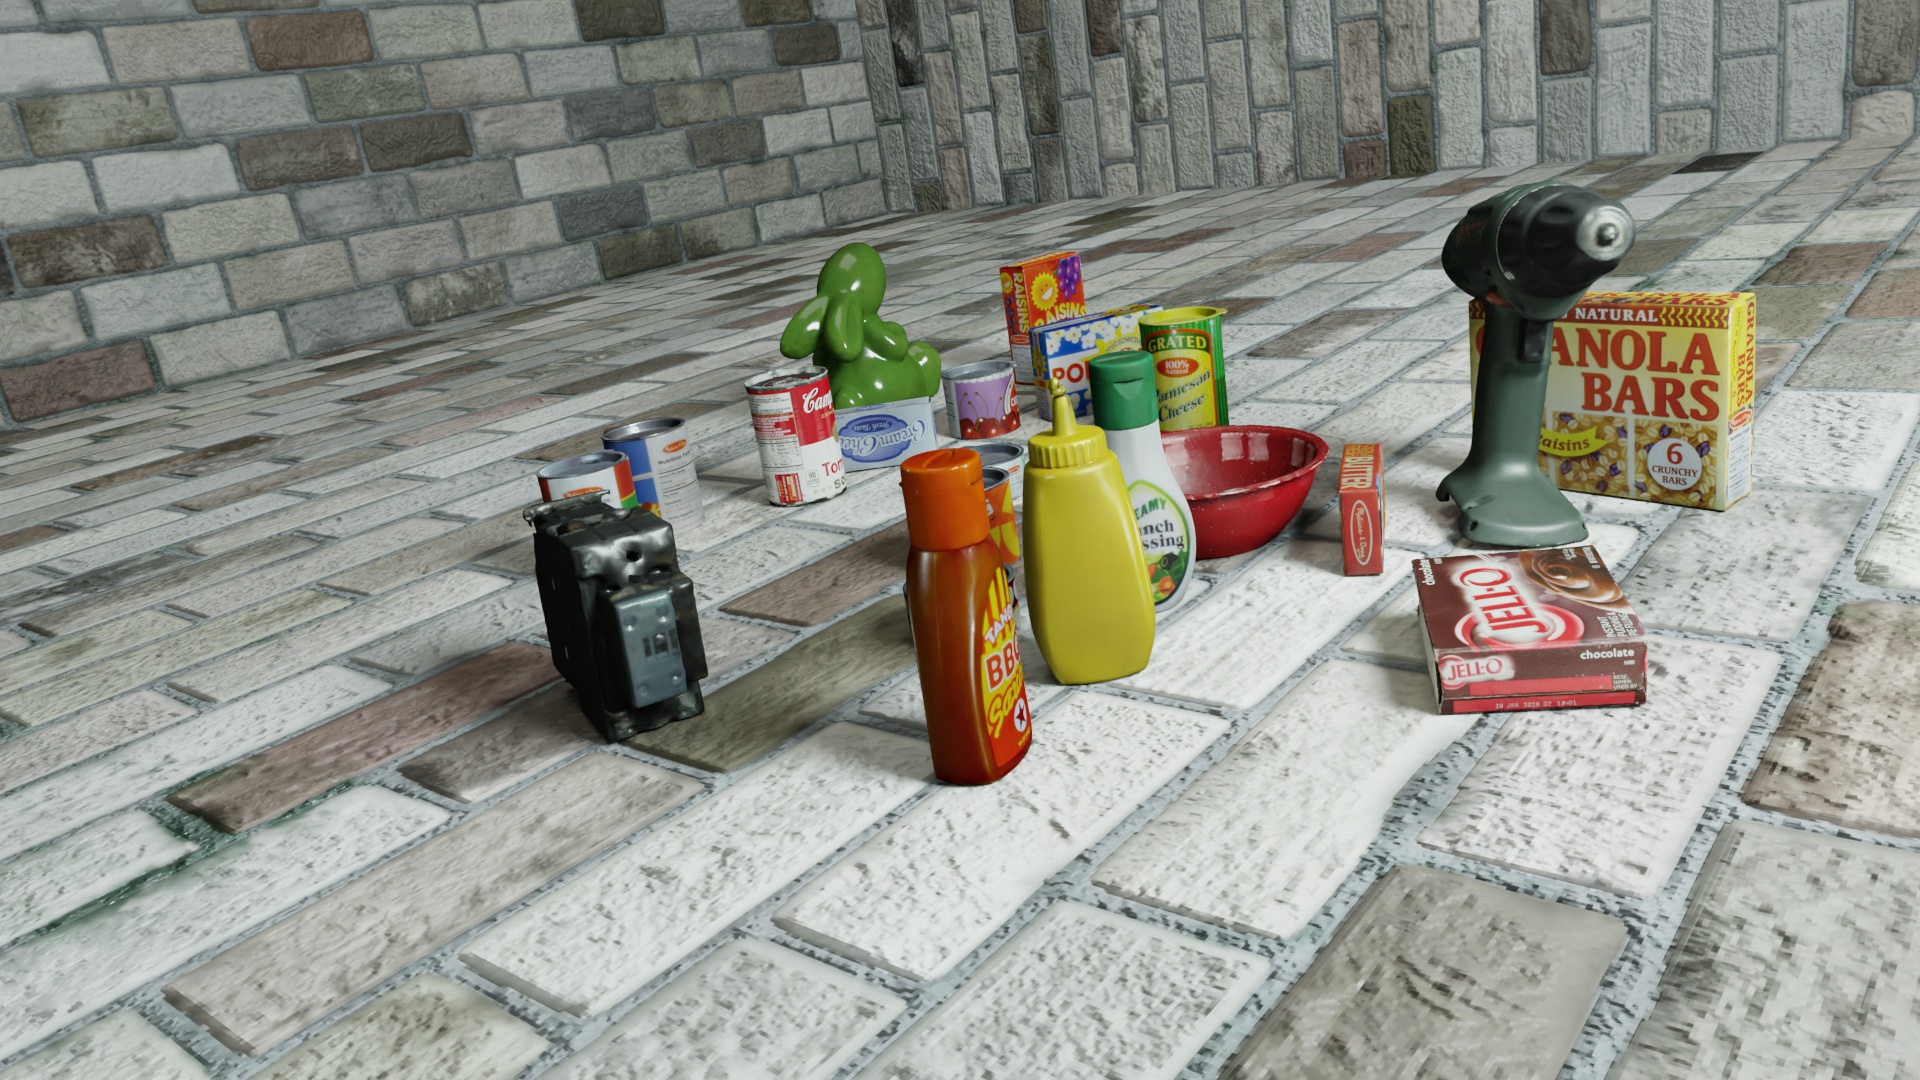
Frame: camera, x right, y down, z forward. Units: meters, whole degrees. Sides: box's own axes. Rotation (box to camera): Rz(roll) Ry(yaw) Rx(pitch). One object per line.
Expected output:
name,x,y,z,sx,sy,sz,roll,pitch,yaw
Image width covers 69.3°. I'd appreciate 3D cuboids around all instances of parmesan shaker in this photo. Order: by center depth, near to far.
parmesan shaker,0.186,-0.133,1.131,0.071,0.102,0.071,-8,18,3

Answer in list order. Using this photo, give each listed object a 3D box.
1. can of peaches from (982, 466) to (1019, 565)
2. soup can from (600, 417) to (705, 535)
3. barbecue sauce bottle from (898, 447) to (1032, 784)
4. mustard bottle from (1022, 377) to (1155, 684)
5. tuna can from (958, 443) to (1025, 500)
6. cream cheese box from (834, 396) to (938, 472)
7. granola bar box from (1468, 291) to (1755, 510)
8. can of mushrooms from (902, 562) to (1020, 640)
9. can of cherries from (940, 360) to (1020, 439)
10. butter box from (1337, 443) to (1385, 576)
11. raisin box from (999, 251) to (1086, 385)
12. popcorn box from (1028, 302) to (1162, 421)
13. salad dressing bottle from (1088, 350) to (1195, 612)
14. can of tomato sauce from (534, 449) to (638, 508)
can of peaches,0.003,-0.011,0.917,0.071,0.058,0.071,-8,18,3
soup can,-0.246,-0.050,1.108,0.071,0.083,0.071,-8,18,3
barbecue sauce bottle,0.001,0.033,0.636,0.043,0.148,0.065,-1,19,22
mustard bottle,0.062,-0.007,0.712,0.065,0.159,0.049,-9,18,-1
tuna can,0.017,-0.051,1.072,0.071,0.032,0.071,-8,18,3
cream cheese box,-0.073,-0.090,1.197,0.104,0.053,0.024,-8,18,2
granola bar box,0.404,-0.093,0.870,0.039,0.123,0.165,-21,22,-34
can of mushrooms,0.000,0.038,0.807,0.071,0.033,0.071,-8,18,3
can of cherries,0.022,-0.128,1.264,0.071,0.058,0.072,-8,18,3
butter box,0.244,-0.021,0.841,0.024,0.053,0.104,-3,19,19
raisin box,0.089,-0.231,1.439,0.086,0.123,0.040,-23,22,-38
popcorn box,0.129,-0.165,1.283,0.127,0.085,0.038,-16,19,-20
salad dressing bottle,0.098,-0.033,0.793,0.064,0.147,0.044,-10,18,-3
can of tomato sauce,-0.269,-0.018,1.023,0.071,0.082,0.071,-8,18,3
